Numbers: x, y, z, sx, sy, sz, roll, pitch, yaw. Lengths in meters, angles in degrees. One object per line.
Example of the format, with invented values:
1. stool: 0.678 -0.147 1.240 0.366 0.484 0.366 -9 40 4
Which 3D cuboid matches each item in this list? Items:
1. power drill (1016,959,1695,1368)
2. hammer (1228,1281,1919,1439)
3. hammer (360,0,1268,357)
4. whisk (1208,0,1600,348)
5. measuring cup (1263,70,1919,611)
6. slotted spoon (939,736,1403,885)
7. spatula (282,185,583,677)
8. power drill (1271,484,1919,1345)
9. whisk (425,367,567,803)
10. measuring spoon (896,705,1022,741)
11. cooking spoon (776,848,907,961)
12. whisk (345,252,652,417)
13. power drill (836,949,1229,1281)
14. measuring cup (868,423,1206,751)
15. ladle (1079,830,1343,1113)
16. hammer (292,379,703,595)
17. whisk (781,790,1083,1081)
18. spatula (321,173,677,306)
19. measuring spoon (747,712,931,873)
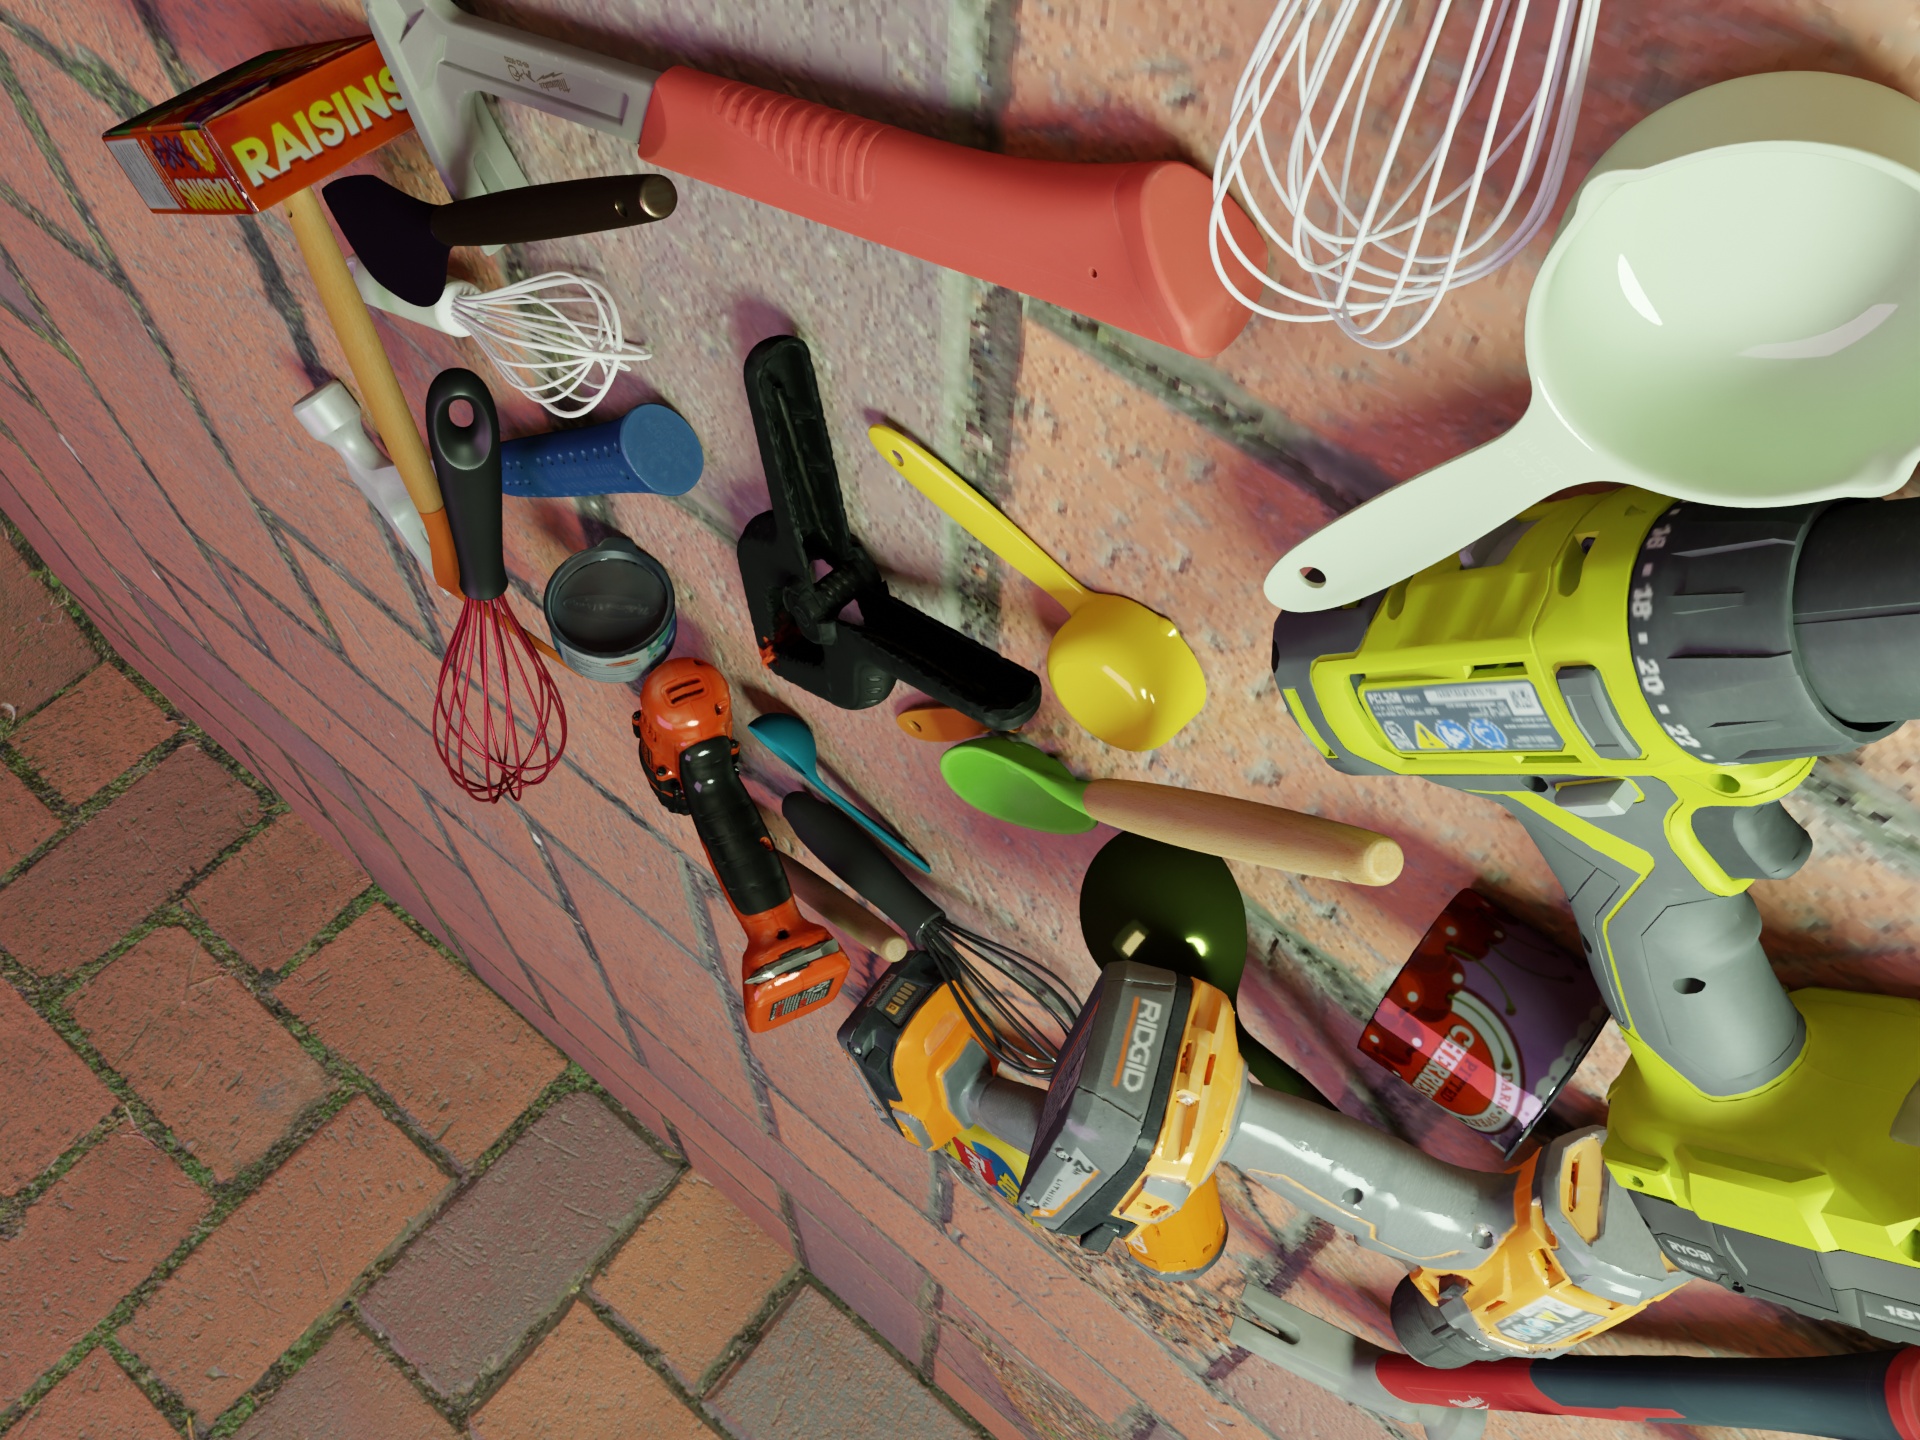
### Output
1. power drill: 0.141 0.189 0.623 0.226 0.084 0.185 19 146 2
2. hammer: 0.256 0.282 0.690 0.143 0.038 0.386 27 154 -4
3. hammer: -0.066 -0.171 0.491 0.359 0.037 0.149 29 152 32
4. whisk: 0.092 -0.166 0.232 0.070 0.070 0.284 36 151 17
5. measuring cup: 0.123 -0.066 0.326 0.083 0.038 0.167 39 147 -13
6. slotted spoon: 0.062 0.031 0.556 0.070 0.031 0.314 32 172 -16
7. spatula: -0.269 -0.133 0.804 0.081 0.041 0.322 30 148 28
8. power drill: 0.197 0.043 0.381 0.228 0.080 0.190 55 155 -17
9. whisk: -0.240 -0.055 0.804 0.073 0.073 0.295 35 142 20
10. measuring spoon: -0.001 -0.002 0.701 0.021 0.011 0.117 45 160 -16
11. cooking spoon: -0.099 0.090 0.930 0.068 0.017 0.319 56 164 -22
12. whisk: -0.217 -0.182 0.707 0.247 0.059 0.057 26 114 42
13. power drill: 0.041 0.217 0.906 0.227 0.084 0.164 21 147 33
14. measuring cup: 0.019 -0.047 0.566 0.156 0.029 0.062 41 156 3
15. ladle: 0.162 0.163 0.687 0.320 0.062 0.078 46 148 -21
16. hammer: -0.244 -0.128 0.842 0.406 0.035 0.144 8 138 53
17. whisk: -0.019 0.111 0.855 0.239 0.055 0.055 39 157 28
18. spatula: -0.179 -0.182 0.586 0.316 0.018 0.059 18 141 52
19. measuring spoon: -0.059 0.036 0.850 0.128 0.021 0.042 41 169 -15
